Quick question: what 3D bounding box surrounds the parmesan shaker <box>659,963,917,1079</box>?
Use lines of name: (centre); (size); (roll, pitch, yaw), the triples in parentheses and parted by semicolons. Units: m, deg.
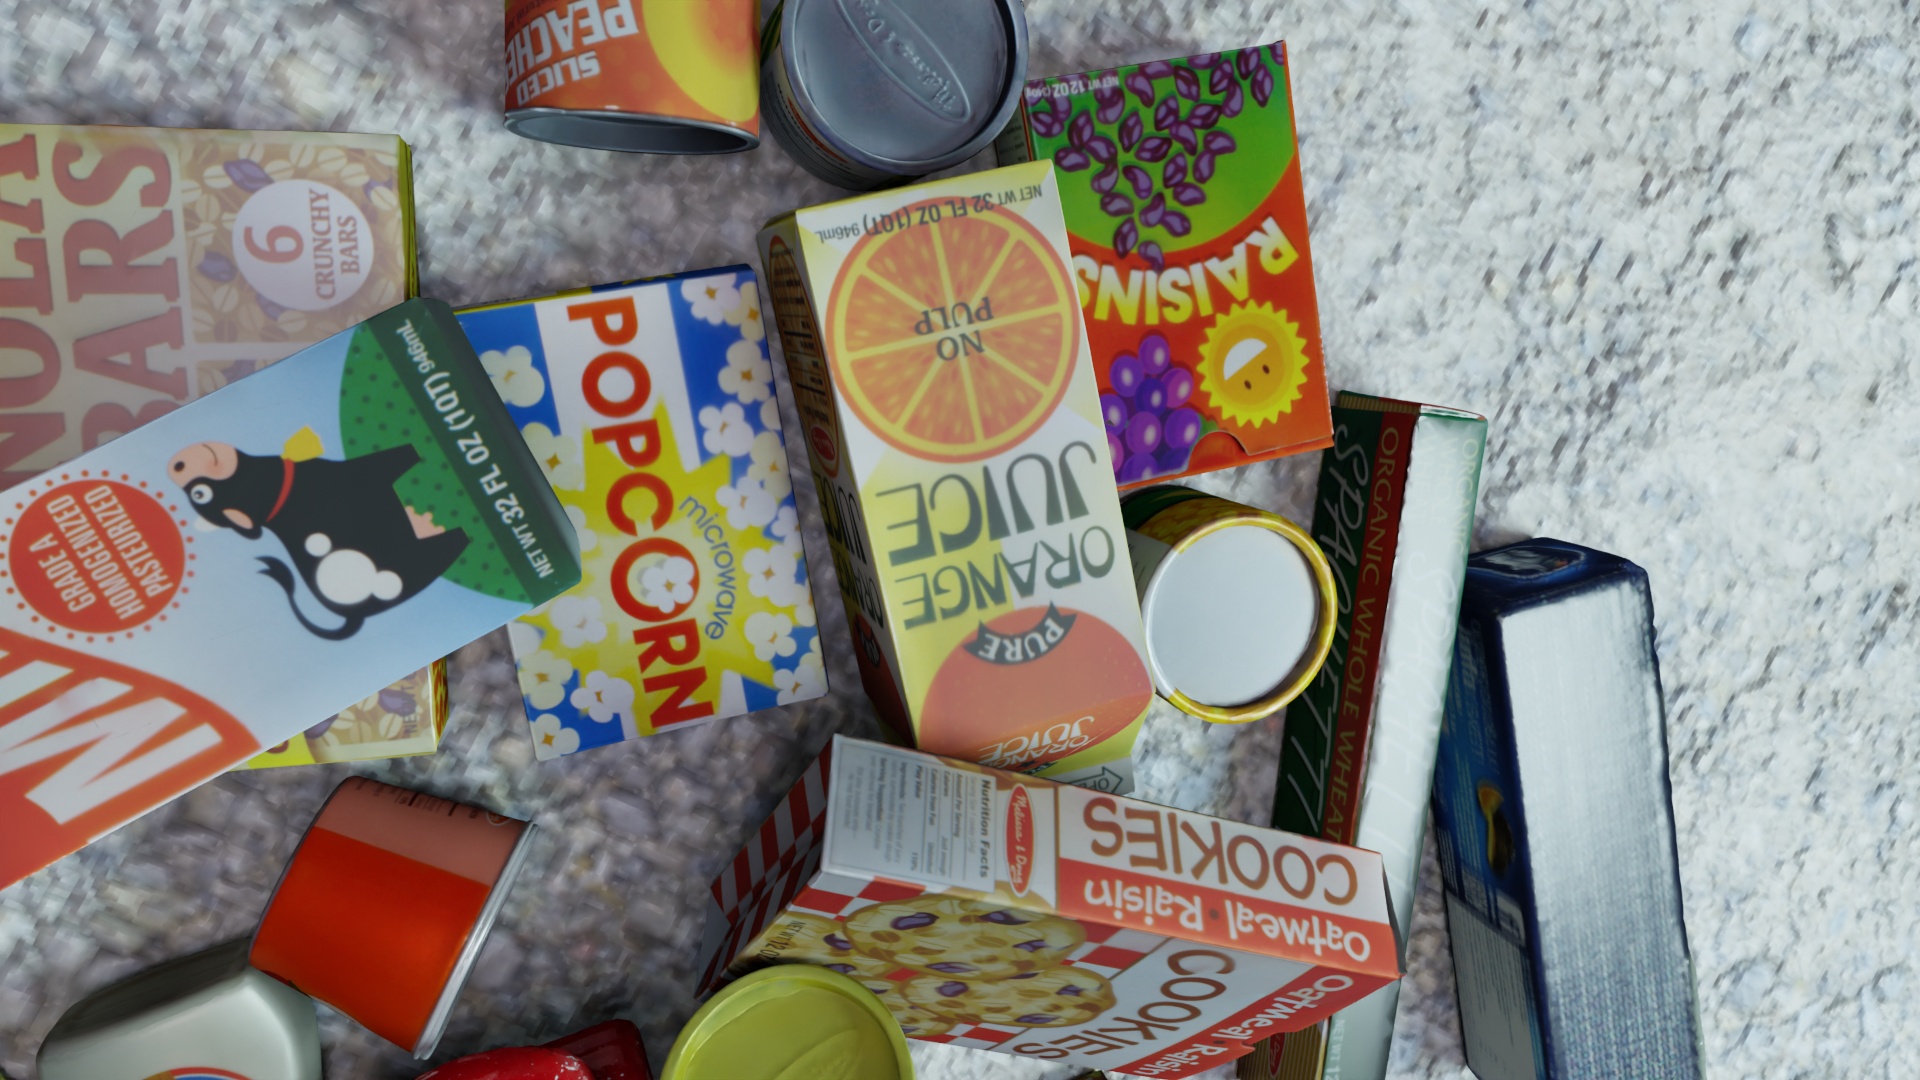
parmesan shaker: (-0.040, 0.172, 0.393); (0.071, 0.071, 0.102); (-22, 146, -11)

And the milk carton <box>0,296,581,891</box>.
milk carton: (-0.188, 0.019, 0.311); (0.191, 0.073, 0.072); (-28, 105, -10)

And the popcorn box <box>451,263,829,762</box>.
popcorn box: (-0.091, -0.009, 0.395); (0.085, 0.038, 0.126); (-12, 101, -14)

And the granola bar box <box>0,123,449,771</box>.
granola bar box: (-0.204, -0.022, 0.361); (0.124, 0.039, 0.165); (-3, 99, -15)

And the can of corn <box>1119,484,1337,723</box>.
can of corn: (0.078, 0.018, 0.436); (0.071, 0.058, 0.071); (-2, 99, -15)

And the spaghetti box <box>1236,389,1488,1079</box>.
spaghetti box: (0.132, 0.076, 0.464); (0.029, 0.050, 0.249); (4, 97, -18)

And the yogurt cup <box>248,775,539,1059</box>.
yogurt cup: (-0.155, 0.100, 0.382); (0.054, 0.072, 0.072); (26, 91, -10)

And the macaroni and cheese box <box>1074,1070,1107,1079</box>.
macaroni and cheese box: (-0.009, 0.268, 0.459); (0.167, 0.040, 0.123); (-17, 101, -13)

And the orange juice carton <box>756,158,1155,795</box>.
orange juice carton: (0.001, -0.005, 0.404); (0.072, 0.073, 0.192); (-15, 102, -13)

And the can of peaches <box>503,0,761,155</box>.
can of peaches: (-0.086, -0.135, 0.362); (0.071, 0.071, 0.058); (1, 98, -16)

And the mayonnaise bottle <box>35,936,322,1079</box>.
mayonnaise bottle: (-0.199, 0.190, 0.393); (0.065, 0.041, 0.147); (-19, 102, -12)

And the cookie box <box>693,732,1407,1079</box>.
cookie box: (0.021, 0.115, 0.405); (0.167, 0.122, 0.040); (16, 53, -17)

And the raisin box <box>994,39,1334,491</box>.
raisin box: (0.063, -0.082, 0.427); (0.086, 0.040, 0.123); (-13, 102, -14)

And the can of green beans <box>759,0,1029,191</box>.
can of green beans: (-0.021, -0.133, 0.386); (0.071, 0.058, 0.071); (-2, 99, -15)
